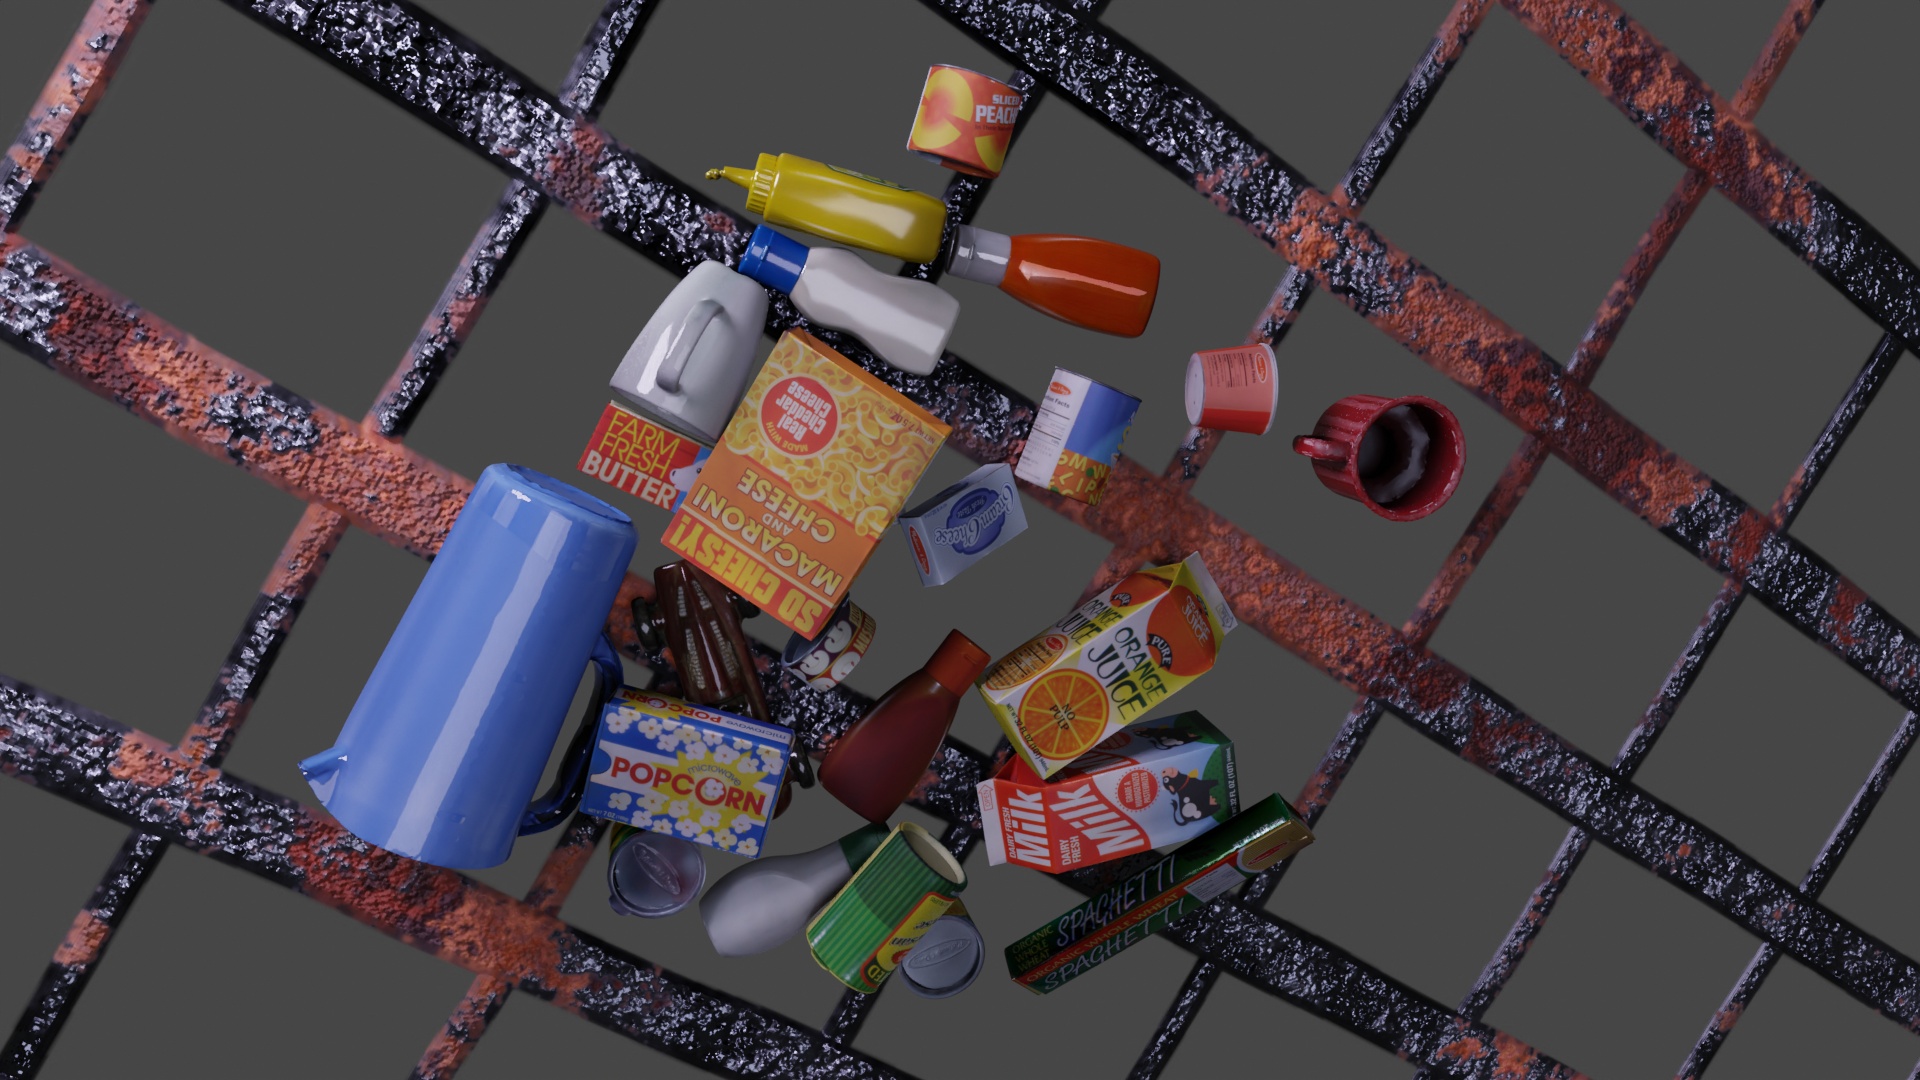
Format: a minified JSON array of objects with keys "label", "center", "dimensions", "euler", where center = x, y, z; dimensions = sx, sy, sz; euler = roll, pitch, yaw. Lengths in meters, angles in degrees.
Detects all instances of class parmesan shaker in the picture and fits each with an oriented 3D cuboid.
[{"label":"parmesan shaker","center":[-0.052,0.259,0.982],"dimensions":[0.071,0.071,0.103],"euler":[39,97,-17]}]

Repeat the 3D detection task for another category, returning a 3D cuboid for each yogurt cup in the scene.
[{"label":"yogurt cup","center":[0.197,-0.111,1.019],"dimensions":[0.054,0.072,0.072],"euler":[0,101,-6]}]

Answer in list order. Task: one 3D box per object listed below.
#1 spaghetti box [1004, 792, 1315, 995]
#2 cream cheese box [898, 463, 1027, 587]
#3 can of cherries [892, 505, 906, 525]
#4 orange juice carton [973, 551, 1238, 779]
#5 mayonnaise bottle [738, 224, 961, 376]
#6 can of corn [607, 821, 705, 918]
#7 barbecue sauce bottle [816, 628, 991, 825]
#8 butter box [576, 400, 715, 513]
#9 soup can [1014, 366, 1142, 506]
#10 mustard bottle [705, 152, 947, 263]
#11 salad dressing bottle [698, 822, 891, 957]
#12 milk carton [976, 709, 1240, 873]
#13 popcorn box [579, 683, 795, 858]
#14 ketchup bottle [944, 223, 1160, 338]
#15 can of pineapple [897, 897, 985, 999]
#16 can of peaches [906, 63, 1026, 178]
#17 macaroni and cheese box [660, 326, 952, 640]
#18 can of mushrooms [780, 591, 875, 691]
[{"label":"spaghetti box","center":[0.147,0.269,1.049],"dimensions":[0.249,0.029,0.050],"euler":[-33,137,13]},{"label":"cream cheese box","center":[0.004,-0.012,0.981],"dimensions":[0.104,0.024,0.053],"euler":[-33,111,-43]},{"label":"can of cherries","center":[-0.073,-0.041,0.966],"dimensions":[0.071,0.071,0.058],"euler":[-5,103,-13]},{"label":"orange juice carton","center":[0.113,0.087,1.029],"dimensions":[0.193,0.073,0.071],"euler":[-32,106,-7]},{"label":"mayonnaise bottle","center":[-0.077,-0.169,0.952],"dimensions":[0.148,0.041,0.064],"euler":[24,93,-16]},{"label":"can of corn","center":[-0.217,0.225,0.981],"dimensions":[0.071,0.058,0.071],"euler":[-3,101,-13]},{"label":"barbecue sauce bottle","center":[-0.037,0.133,1.017],"dimensions":[0.065,0.044,0.148],"euler":[39,89,-16]},{"label":"butter box","center":[-0.204,-0.051,0.951],"dimensions":[0.103,0.024,0.053],"euler":[25,93,-17]},{"label":"soup can","center":[0.086,-0.073,0.997],"dimensions":[0.071,0.071,0.083],"euler":[20,96,-17]},{"label":"mustard bottle","center":[-0.090,-0.226,0.926],"dimensions":[0.160,0.065,0.048],"euler":[14,101,-12]},{"label":"salad dressing bottle","center":[-0.116,0.253,1.020],"dimensions":[0.148,0.044,0.064],"euler":[-24,103,-10]},{"label":"milk carton","center":[0.108,0.192,1.047],"dimensions":[0.191,0.073,0.072],"euler":[-12,105,-11]},{"label":"popcorn box","center":[-0.184,0.156,0.943],"dimensions":[0.127,0.038,0.085],"euler":[16,107,-5]},{"label":"ketchup bottle","center":[0.064,-0.188,0.981],"dimensions":[0.149,0.043,0.064],"euler":[11,97,-15]},{"label":"can of pineapple","center":[-0.020,0.298,1.044],"dimensions":[0.071,0.058,0.071],"euler":[-3,101,-14]},{"label":"can of peaches","center":[0.004,-0.281,0.935],"dimensions":[0.071,0.071,0.058],"euler":[16,98,-16]},{"label":"macaroni and cheese box","center":[-0.101,-0.037,0.913],"dimensions":[0.124,0.040,0.166],"euler":[34,105,0]},{"label":"can of mushrooms","center":[-0.091,0.070,0.978],"dimensions":[0.033,0.071,0.071],"euler":[41,89,-18]}]
